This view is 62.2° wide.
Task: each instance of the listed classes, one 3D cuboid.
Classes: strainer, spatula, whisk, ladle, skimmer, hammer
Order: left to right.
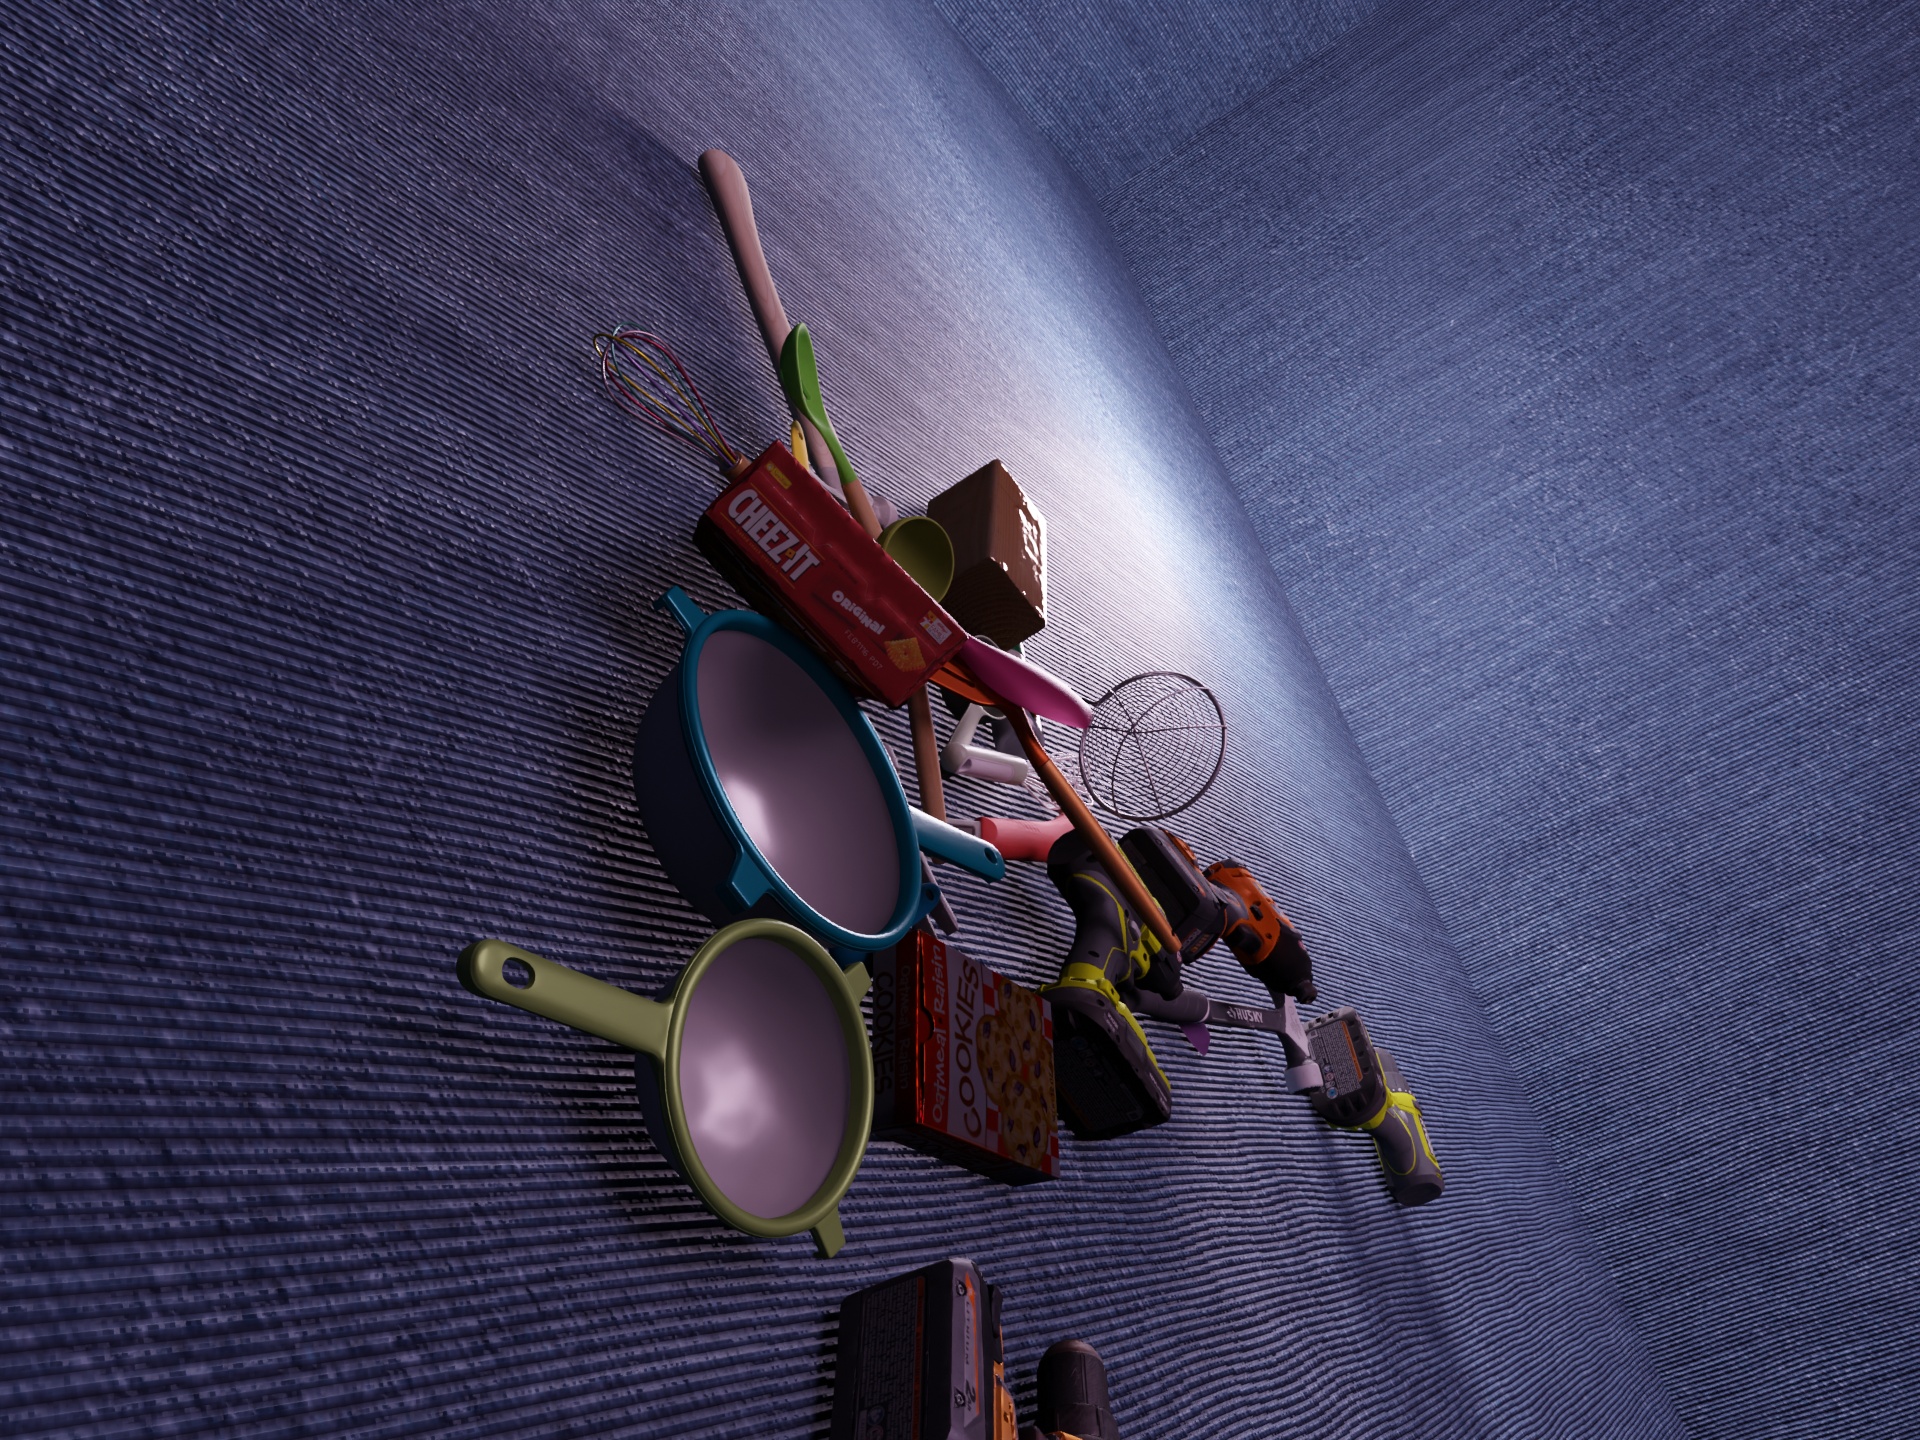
[{"bbox_3d":[-0.144,0.155,0.744,0.256,0.069,0.152,35,50,-44],"label":"strainer"},{"bbox_3d":[-0.185,-0.205,1.174,0.244,0.047,0.051,45,37,-45],"label":"whisk"},{"bbox_3d":[-0.168,-0.349,1.404,0.146,0.038,0.411,19,45,-58],"label":"hammer"},{"bbox_3d":[-0.088,0.067,0.960,0.340,0.095,0.211,30,37,-56],"label":"strainer"},{"bbox_3d":[-0.024,-0.030,1.200,0.078,0.062,0.321,35,33,-40],"label":"ladle"},{"bbox_3d":[0.034,0.103,1.276,0.358,0.036,0.149,13,51,-63],"label":"hammer"},{"bbox_3d":[0.051,0.045,1.358,0.059,0.058,0.246,45,15,27],"label":"whisk"},{"bbox_3d":[0.068,0.054,1.203,0.322,0.041,0.081,54,31,-13],"label":"spatula"},{"bbox_3d":[0.126,0.002,1.396,0.090,0.127,0.363,34,0,-13],"label":"skimmer"},{"bbox_3d":[0.153,0.176,1.483,0.316,0.018,0.060,59,23,-5],"label":"spatula"},{"bbox_3d":[0.232,0.266,1.486,0.408,0.036,0.149,22,49,-53],"label":"hammer"}]

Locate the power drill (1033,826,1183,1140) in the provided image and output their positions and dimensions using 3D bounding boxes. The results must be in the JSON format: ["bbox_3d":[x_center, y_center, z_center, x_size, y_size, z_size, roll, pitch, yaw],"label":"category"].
[{"bbox_3d":[0.119,0.208,1.235,0.171,0.080,0.223,56,28,-21],"label":"power drill"}]

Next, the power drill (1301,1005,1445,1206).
[{"bbox_3d":[0.465,0.422,1.806,0.228,0.080,0.191,47,24,-38],"label":"power drill"}]

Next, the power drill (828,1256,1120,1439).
[{"bbox_3d":[0.025,0.375,0.841,0.226,0.084,0.186,54,21,-29],"label":"power drill"}]

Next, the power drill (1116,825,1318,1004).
[{"bbox_3d":[0.238,0.186,1.464,0.226,0.084,0.164,22,24,-49],"label":"power drill"}]

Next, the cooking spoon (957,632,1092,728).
[{"bbox_3d":[-0.038,-0.083,1.180,0.319,0.017,0.069,31,28,-1],"label":"cooking spoon"}]

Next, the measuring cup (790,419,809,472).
[{"bbox_3d":[-0.108,-0.168,1.238,0.062,0.029,0.157,27,49,-62],"label":"measuring cup"}]

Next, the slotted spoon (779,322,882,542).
[{"bbox_3d":[-0.082,-0.172,1.302,0.070,0.031,0.313,-77,147,-64],"label":"slotted spoon"}]

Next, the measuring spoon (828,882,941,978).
[{"bbox_3d":[-0.041,0.131,1.043,0.042,0.021,0.128,61,35,-1],"label":"measuring spoon"}]

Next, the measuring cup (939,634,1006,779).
[{"bbox_3d":[-0.002,-0.004,1.351,0.083,0.038,0.168,56,37,-27],"label":"measuring cup"}]
